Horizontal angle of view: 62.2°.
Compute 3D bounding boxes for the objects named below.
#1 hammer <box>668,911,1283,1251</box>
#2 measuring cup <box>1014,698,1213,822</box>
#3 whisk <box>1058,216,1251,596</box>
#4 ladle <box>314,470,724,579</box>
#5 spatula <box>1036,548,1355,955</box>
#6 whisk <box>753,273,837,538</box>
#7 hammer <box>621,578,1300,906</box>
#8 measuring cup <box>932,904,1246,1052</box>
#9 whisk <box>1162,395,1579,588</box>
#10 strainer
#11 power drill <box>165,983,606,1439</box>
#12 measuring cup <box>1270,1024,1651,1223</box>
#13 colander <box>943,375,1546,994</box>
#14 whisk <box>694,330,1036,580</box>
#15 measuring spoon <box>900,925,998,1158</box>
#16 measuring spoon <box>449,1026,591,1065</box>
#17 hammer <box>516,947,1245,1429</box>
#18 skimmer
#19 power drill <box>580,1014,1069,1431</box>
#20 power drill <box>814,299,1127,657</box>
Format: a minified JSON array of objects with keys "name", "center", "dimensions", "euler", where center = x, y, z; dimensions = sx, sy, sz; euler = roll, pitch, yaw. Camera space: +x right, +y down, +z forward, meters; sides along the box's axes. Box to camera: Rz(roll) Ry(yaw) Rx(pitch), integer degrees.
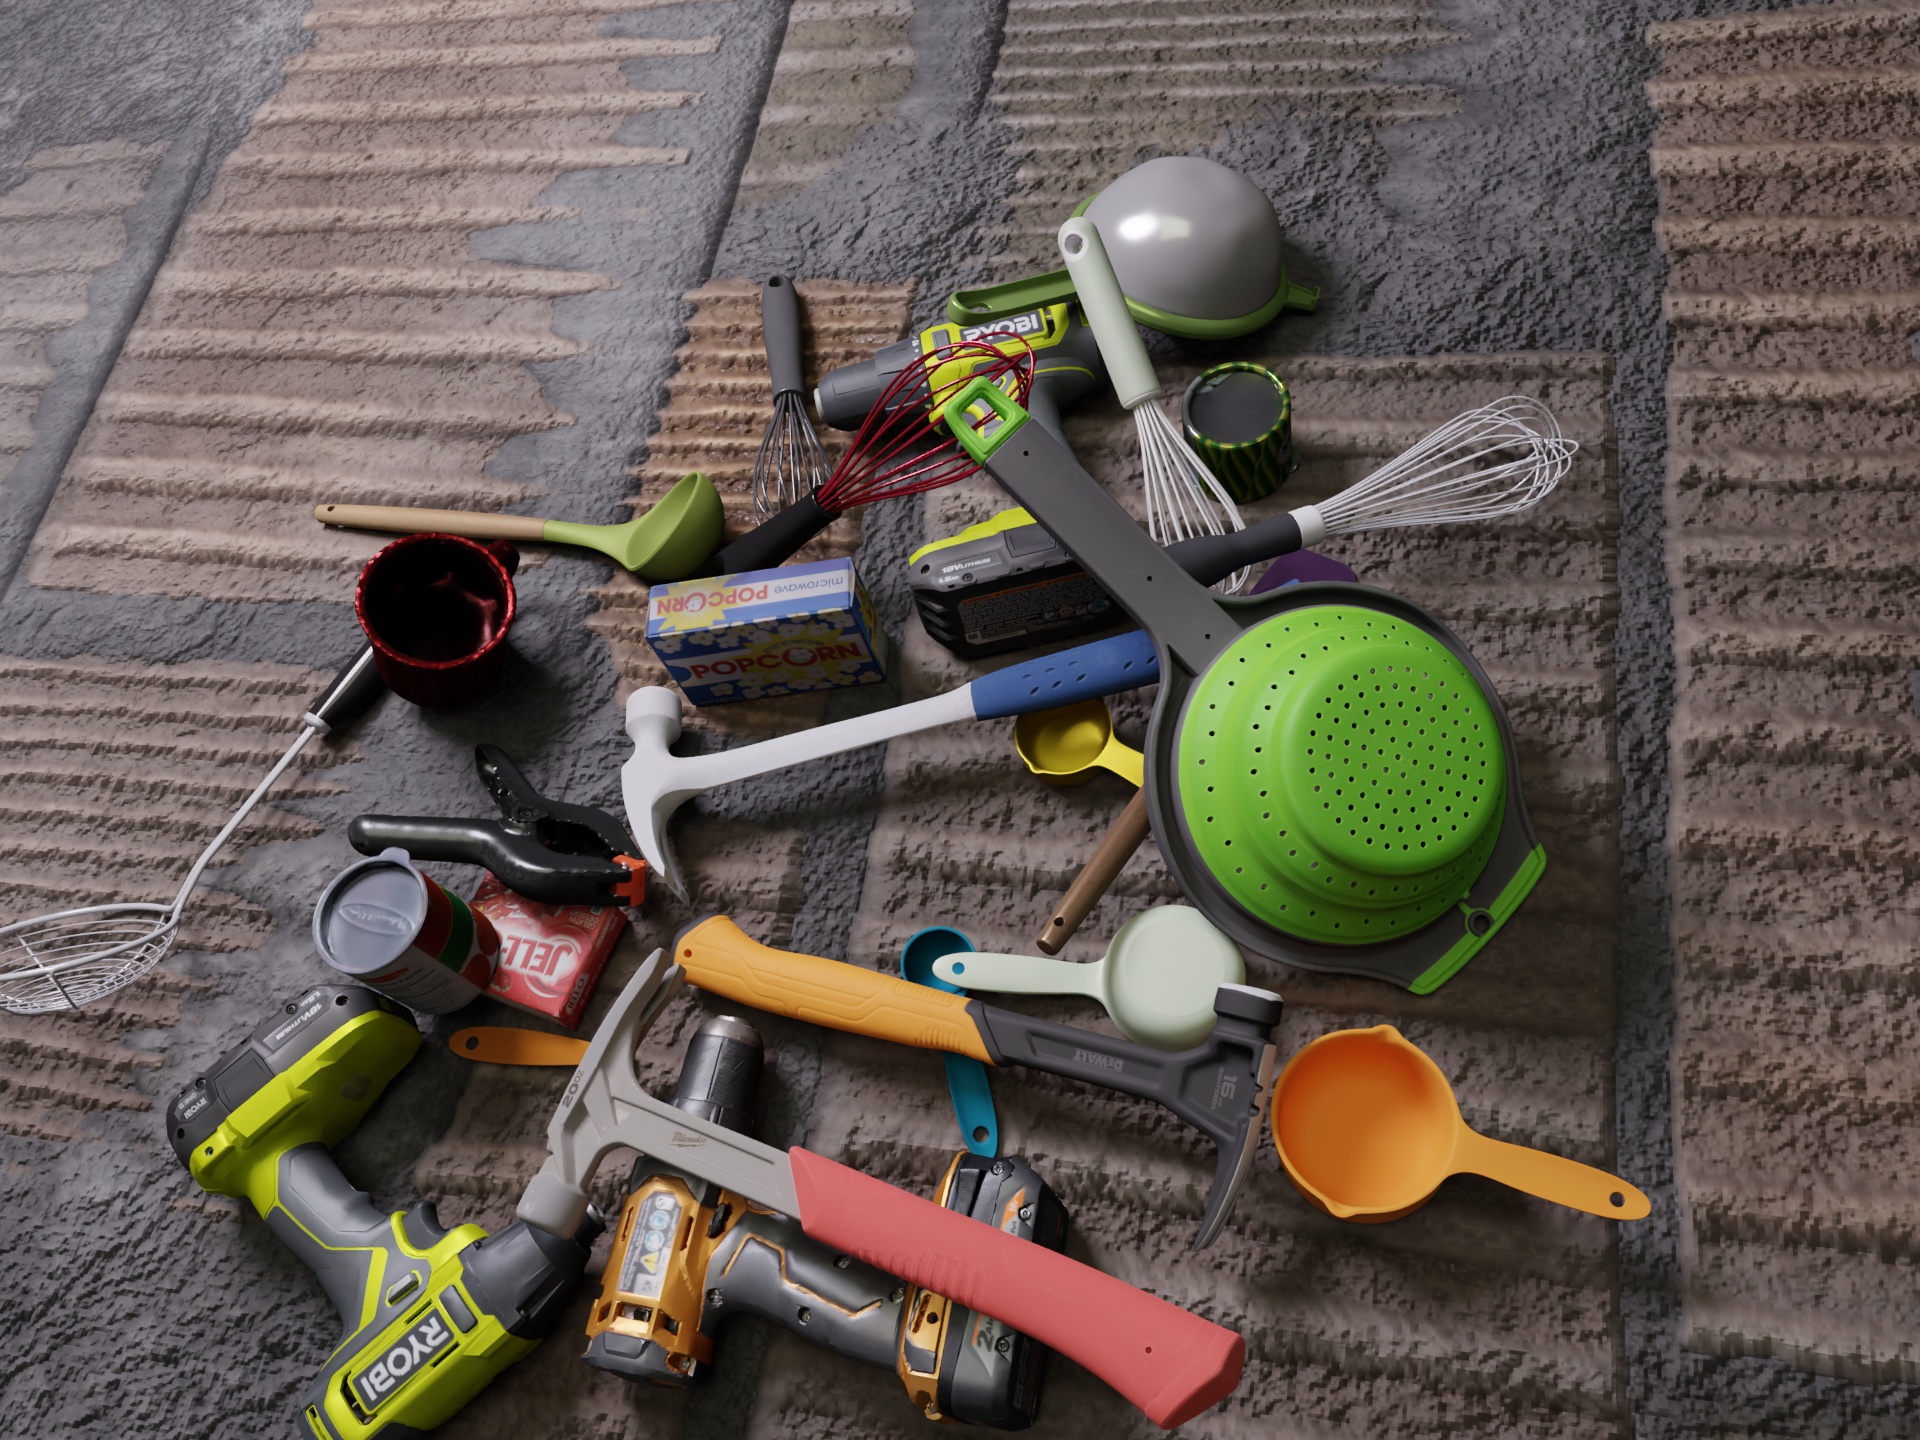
[{"name":"hammer","center":[-0.008,0.165,0.827],"dimensions":[0.337,0.034,0.127],"euler":[11,82,24]},{"name":"measuring cup","center":[0.101,0.033,0.900],"dimensions":[0.157,0.029,0.062],"euler":[28,72,21]},{"name":"whisk","center":[0.111,-0.182,0.937],"dimensions":[0.058,0.059,0.246],"euler":[-23,88,34]},{"name":"ladle","center":[-0.302,-0.137,1.060],"dimensions":[0.320,0.062,0.078],"euler":[6,55,18]},{"name":"spatula","center":[0.133,0.009,0.876],"dimensions":[0.060,0.018,0.316],"euler":[27,59,24]},{"name":"whisk","center":[-0.117,-0.214,1.066],"dimensions":[0.055,0.055,0.239],"euler":[-12,57,6]},{"name":"hammer","center":[-0.001,-0.003,0.902],"dimensions":[0.405,0.035,0.144],"euler":[-15,51,8]},{"name":"measuring cup","center":[0.067,0.132,0.837],"dimensions":[0.167,0.038,0.083],"euler":[3,66,5]},{"name":"whisk","center":[0.223,-0.119,0.905],"dimensions":[0.284,0.070,0.070],"euler":[-19,60,-12]},{"name":"strainer","center":[0.103,-0.300,0.990],"dimensions":[0.256,0.069,0.152],"euler":[-22,61,-29]},{"name":"power drill","center":[-0.306,0.256,0.848],"dimensions":[0.171,0.080,0.223],"euler":[-41,66,-9]},{"name":"measuring cup","center":[0.235,0.210,0.764],"dimensions":[0.174,0.052,0.095],"euler":[15,67,17]},{"name":"colander","center":[0.143,-0.034,0.794],"dimensions":[0.397,0.094,0.204],"euler":[45,80,1]},{"name":"whisk","center":[-0.066,-0.137,0.936],"dimensions":[0.296,0.073,0.073],"euler":[-29,54,37]},{"name":"measuring spoon","center":[-0.001,0.175,0.857],"dimensions":[0.042,0.021,0.129],"euler":[-14,70,-2]},{"name":"measuring spoon","center":[-0.239,0.188,0.905],"dimensions":[0.117,0.011,0.021],"euler":[1,63,17]},{"name":"hammer","center":[-0.039,0.221,0.736],"dimensions":[0.359,0.036,0.149],"euler":[13,64,29]},{"name":"skimmer","center":[-0.462,0.031,0.987],"dimensions":[0.127,0.090,0.363],"euler":[9,58,51]},{"name":"power drill","center":[-0.065,0.248,0.797],"dimensions":[0.226,0.084,0.185],"euler":[2,62,18]},{"name":"power drill","center":[0.011,-0.158,0.990],"dimensions":[0.190,0.080,0.229],"euler":[-13,58,4]}]
